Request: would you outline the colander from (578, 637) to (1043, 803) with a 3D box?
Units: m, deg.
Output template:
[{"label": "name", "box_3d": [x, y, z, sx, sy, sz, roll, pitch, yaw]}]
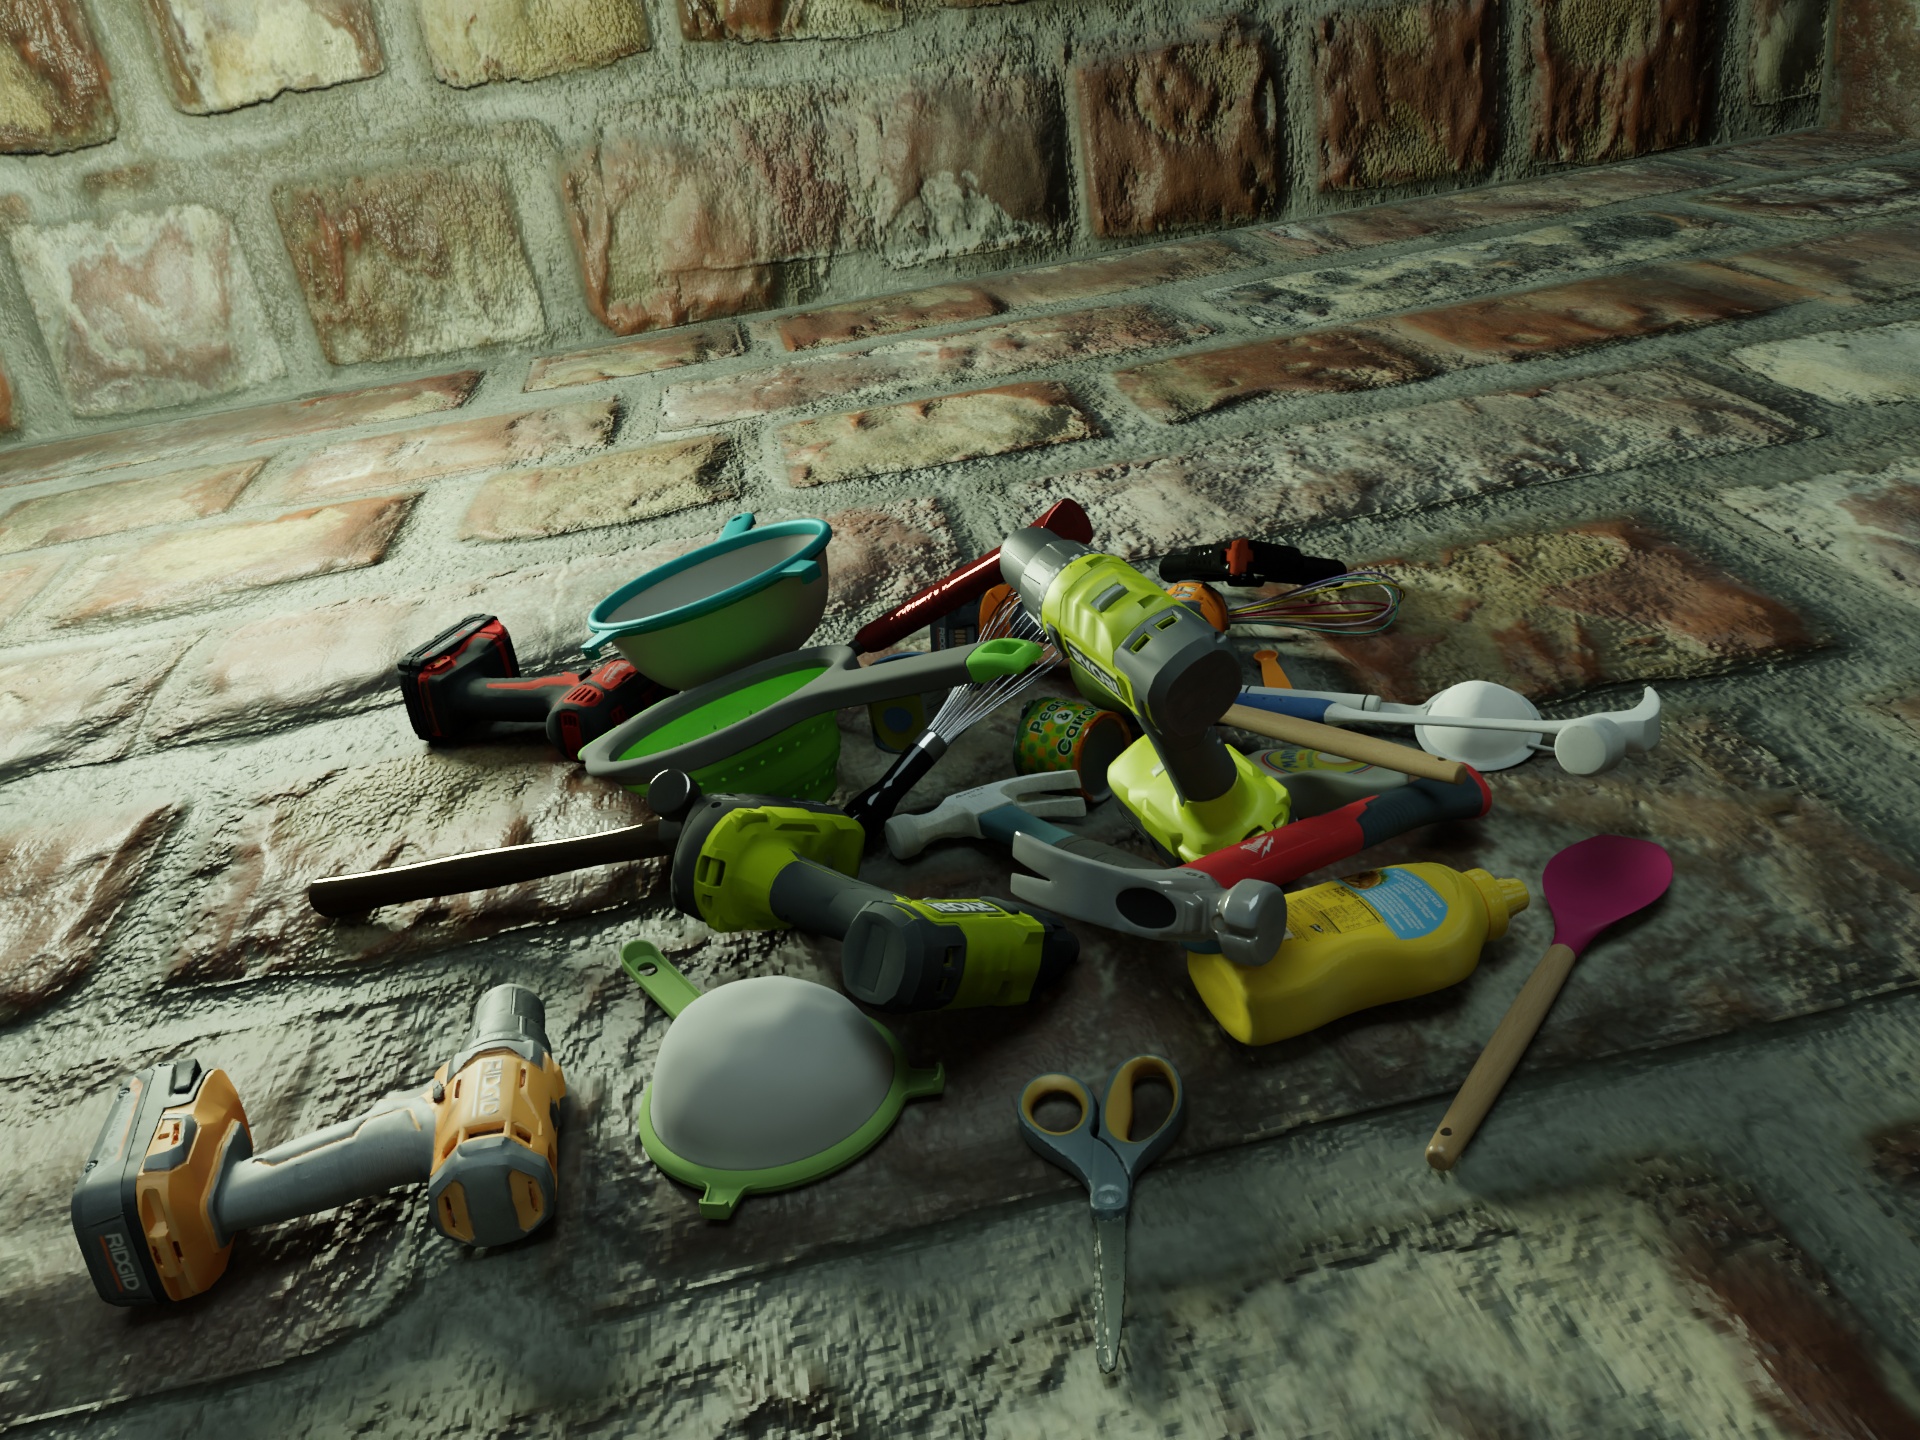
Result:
[{"label": "colander", "box_3d": [-0.093, 0.018, 1.077, 0.397, 0.094, 0.204, -10, 19, 41]}]

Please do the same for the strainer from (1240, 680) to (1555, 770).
[{"label": "strainer", "box_3d": [0.304, -0.008, 1.145, 0.258, 0.050, 0.087, 6, 46, 31]}]

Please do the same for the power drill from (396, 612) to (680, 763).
[{"label": "power drill", "box_3d": [-0.345, -0.037, 1.375, 0.227, 0.080, 0.188, 7, 30, 24]}]

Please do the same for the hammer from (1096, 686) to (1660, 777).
[{"label": "hammer", "box_3d": [0.268, -0.003, 1.085, 0.406, 0.035, 0.144, 4, 11, 43]}]

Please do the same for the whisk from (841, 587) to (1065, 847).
[{"label": "whisk", "box_3d": [-0.002, -0.003, 1.143, 0.070, 0.070, 0.285, 21, 61, 46]}]

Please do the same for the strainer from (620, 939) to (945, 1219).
[{"label": "strainer", "box_3d": [-0.136, 0.164, 0.903, 0.151, 0.069, 0.257, -24, 31, -28]}]

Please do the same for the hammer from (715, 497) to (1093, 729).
[{"label": "hammer", "box_3d": [-0.045, -0.077, 1.219, 0.359, 0.036, 0.149, -27, 15, 34]}]

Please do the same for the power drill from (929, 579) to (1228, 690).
[{"label": "power drill", "box_3d": [0.093, -0.070, 1.270, 0.226, 0.084, 0.164, 1, 15, 14]}]

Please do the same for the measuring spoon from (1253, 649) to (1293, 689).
[{"label": "measuring spoon", "box_3d": [0.246, -0.025, 1.237, 0.021, 0.011, 0.117, -8, 30, 4]}]

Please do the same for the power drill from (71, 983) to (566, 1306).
[{"label": "power drill", "box_3d": [-0.328, 0.215, 0.855, 0.226, 0.084, 0.185, -8, 25, -9]}]

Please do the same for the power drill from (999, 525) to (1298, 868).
[{"label": "power drill", "box_3d": [0.112, -0.010, 0.964, 0.080, 0.228, 0.191, -38, 43, -7]}]

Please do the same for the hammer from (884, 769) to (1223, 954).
[{"label": "hammer", "box_3d": [0.071, 0.084, 0.972, 0.128, 0.033, 0.331, -19, 16, -21]}]

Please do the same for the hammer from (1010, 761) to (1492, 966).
[{"label": "hammer", "box_3d": [0.191, 0.062, 0.889, 0.143, 0.038, 0.386, 11, 13, 37]}]

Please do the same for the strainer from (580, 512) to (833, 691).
[{"label": "strainer", "box_3d": [-0.191, -0.103, 1.360, 0.211, 0.095, 0.340, -19, 18, 5]}]

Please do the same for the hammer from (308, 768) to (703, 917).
[{"label": "hammer", "box_3d": [-0.295, 0.097, 1.074, 0.331, 0.129, 0.031, -11, 62, 18]}]

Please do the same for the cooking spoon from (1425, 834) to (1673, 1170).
[{"label": "cooking spoon", "box_3d": [0.319, 0.141, 0.865, 0.069, 0.017, 0.319, 11, 31, 36]}]

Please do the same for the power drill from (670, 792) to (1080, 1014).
[{"label": "power drill", "box_3d": [-0.051, 0.111, 0.946, 0.223, 0.080, 0.171, 18, 8, 40]}]

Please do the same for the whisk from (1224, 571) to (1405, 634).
[{"label": "whisk", "box_3d": [0.248, -0.087, 1.334, 0.245, 0.051, 0.047, -7, 2, 14]}]

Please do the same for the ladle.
[{"label": "ladle", "box_3d": [0.193, -0.012, 1.050, 0.078, 0.062, 0.320, -18, 23, -36]}]
